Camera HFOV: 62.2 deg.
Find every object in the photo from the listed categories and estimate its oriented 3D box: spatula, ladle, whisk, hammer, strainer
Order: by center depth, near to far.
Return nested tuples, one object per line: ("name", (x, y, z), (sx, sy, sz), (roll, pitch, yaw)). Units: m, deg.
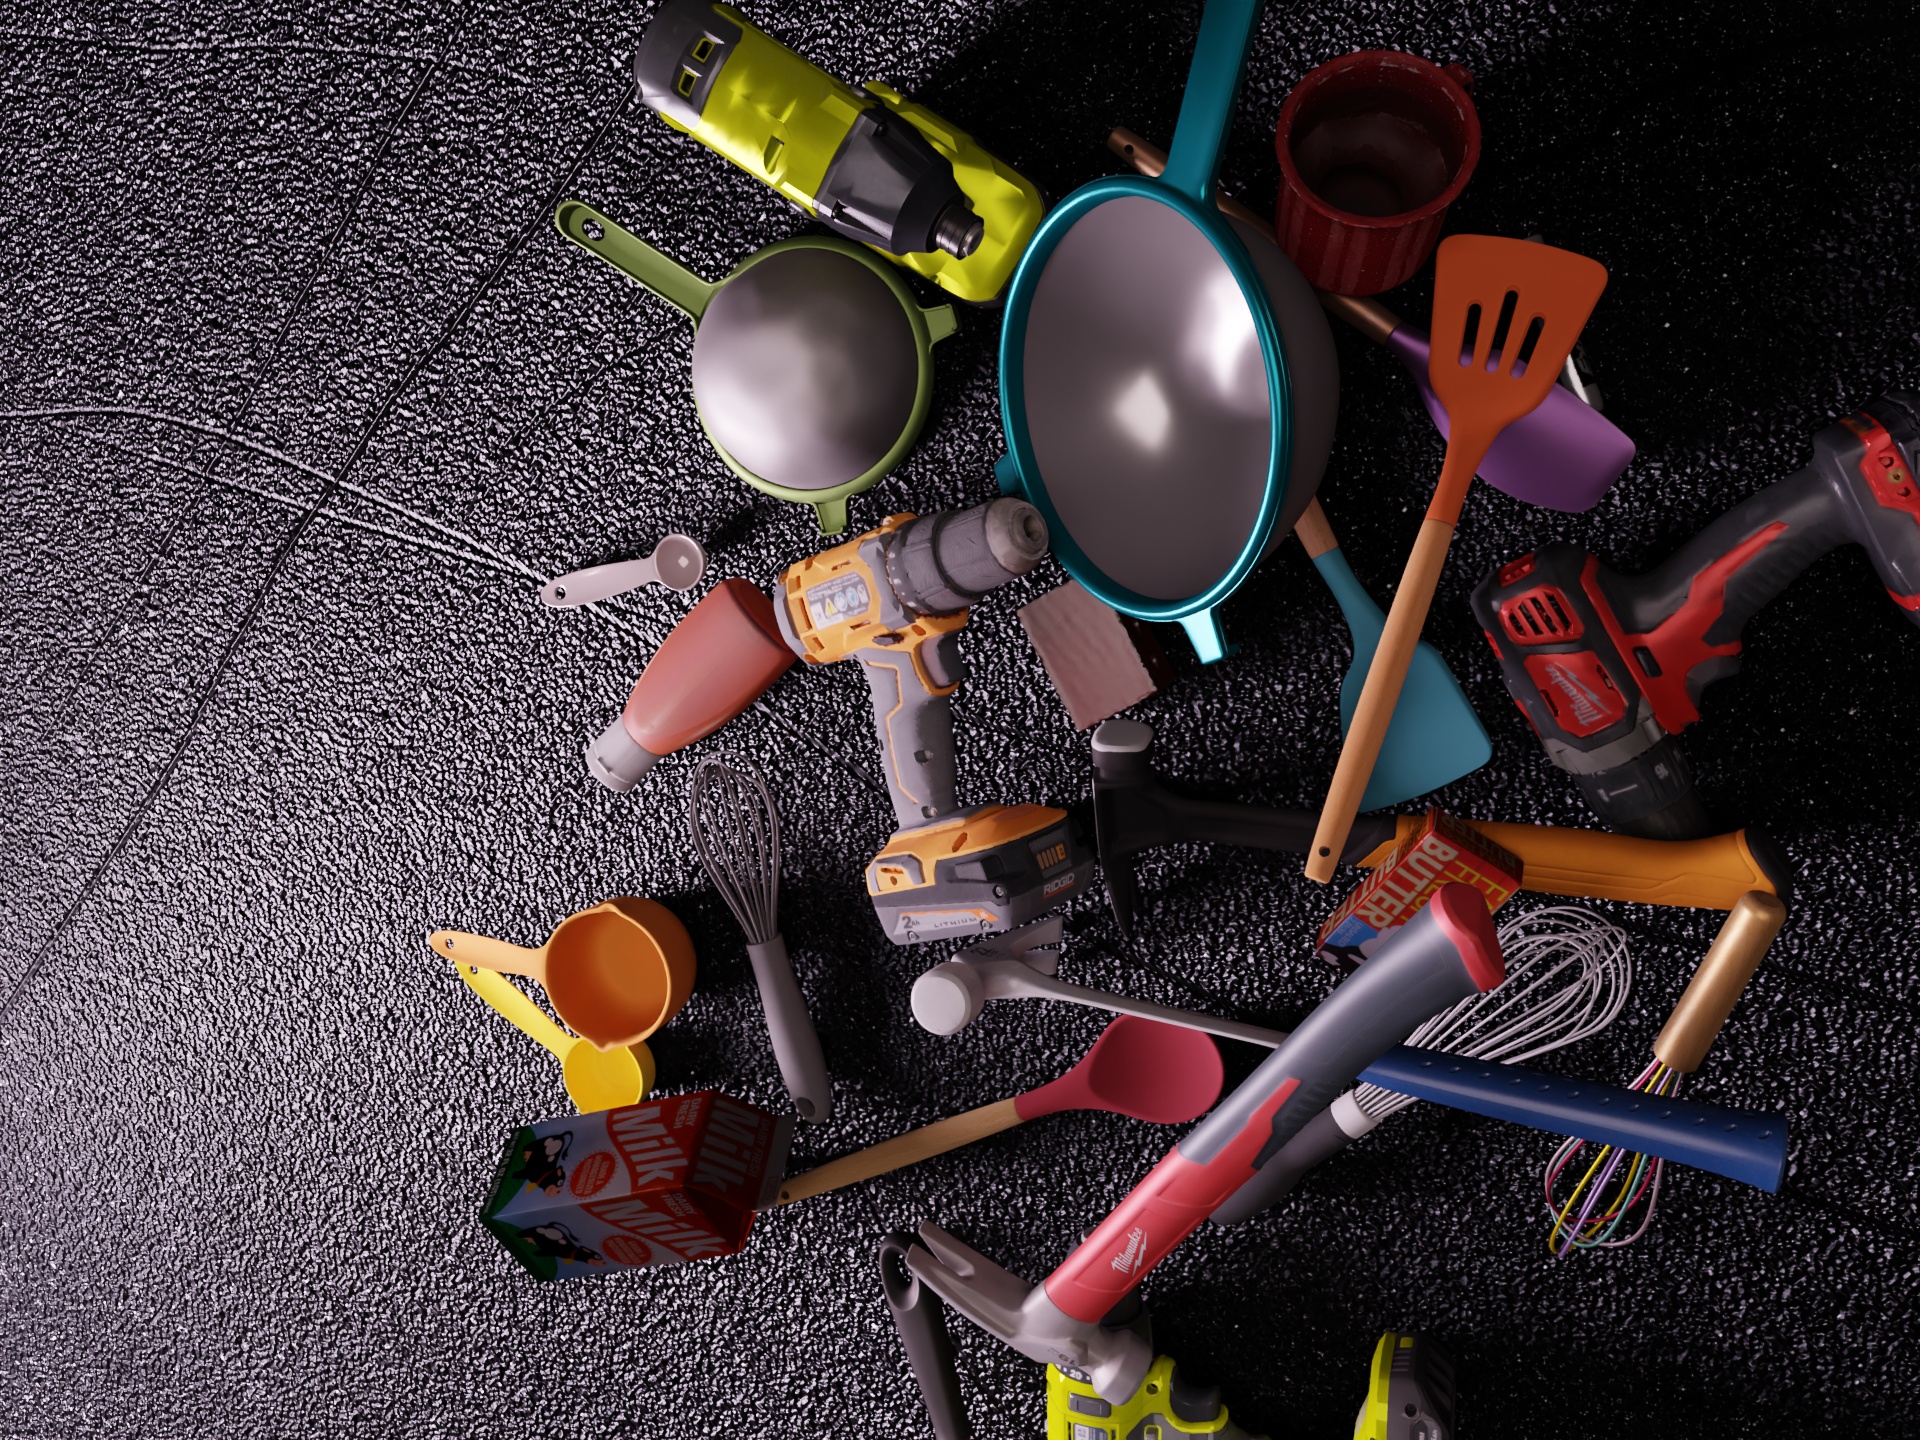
("strainer", (0.125, -0.211, 0.746), (0.211, 0.095, 0.340), (46, 138, 39))
("hammer", (0.112, 0.200, 0.762), (0.143, 0.038, 0.386), (32, 126, 0))
("spatula", (0.224, -0.075, 0.774), (0.081, 0.041, 0.322), (19, 87, 20))
("whisk", (0.348, 0.181, 0.791), (0.047, 0.051, 0.244), (8, 122, -7))
("hammer", (0.187, 0.164, 0.798), (0.405, 0.144, 0.035), (9, 100, 22))
("hammer", (0.233, 0.070, 0.809), (0.337, 0.034, 0.127), (4, 123, 21))
("spatula", (0.200, -0.211, 0.816), (0.316, 0.018, 0.059), (40, 123, 11))
("spatula", (0.177, -0.110, 0.831), (0.082, 0.044, 0.317), (-28, 88, 37))
("whisk", (0.236, 0.194, 0.854), (0.284, 0.070, 0.070), (-43, 84, 23))
("strainer", (-0.137, -0.227, 0.899), (0.256, 0.069, 0.151), (34, 107, 8))
("ladle", (0.014, 0.241, 0.946), (0.315, 0.031, 0.069), (-24, 88, 21))
("whisk", (-0.116, 0.133, 0.963), (0.055, 0.055, 0.239), (-12, 99, 19))
("whisk", (0.002, 0.456, 0.970), (0.073, 0.073, 0.296), (-18, 86, 19))

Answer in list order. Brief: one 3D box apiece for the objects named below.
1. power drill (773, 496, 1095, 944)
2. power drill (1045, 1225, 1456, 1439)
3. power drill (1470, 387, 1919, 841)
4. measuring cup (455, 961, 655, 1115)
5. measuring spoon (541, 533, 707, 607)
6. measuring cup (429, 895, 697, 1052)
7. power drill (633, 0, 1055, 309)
("power drill", (-0.001, -0.003, 0.859), (0.185, 0.084, 0.226), (-16, 92, 45))
("power drill", (0.158, 0.391, 0.898), (0.228, 0.080, 0.190), (2, 99, 20))
("power drill", (0.386, -0.033, 0.761), (0.226, 0.080, 0.188), (-29, 96, 23))
("measuring cup", (-0.262, 0.196, 1.027), (0.156, 0.029, 0.062), (35, 107, 12))
("measuring spoon", (-0.205, -0.088, 0.974), (0.124, 0.018, 0.034), (-10, 95, 26))
("measuring cup", (-0.247, 0.147, 1.002), (0.174, 0.052, 0.095), (8, 101, 18))
("power drill", (-0.038, -0.267, 0.780), (0.171, 0.223, 0.080), (35, 107, 10))
